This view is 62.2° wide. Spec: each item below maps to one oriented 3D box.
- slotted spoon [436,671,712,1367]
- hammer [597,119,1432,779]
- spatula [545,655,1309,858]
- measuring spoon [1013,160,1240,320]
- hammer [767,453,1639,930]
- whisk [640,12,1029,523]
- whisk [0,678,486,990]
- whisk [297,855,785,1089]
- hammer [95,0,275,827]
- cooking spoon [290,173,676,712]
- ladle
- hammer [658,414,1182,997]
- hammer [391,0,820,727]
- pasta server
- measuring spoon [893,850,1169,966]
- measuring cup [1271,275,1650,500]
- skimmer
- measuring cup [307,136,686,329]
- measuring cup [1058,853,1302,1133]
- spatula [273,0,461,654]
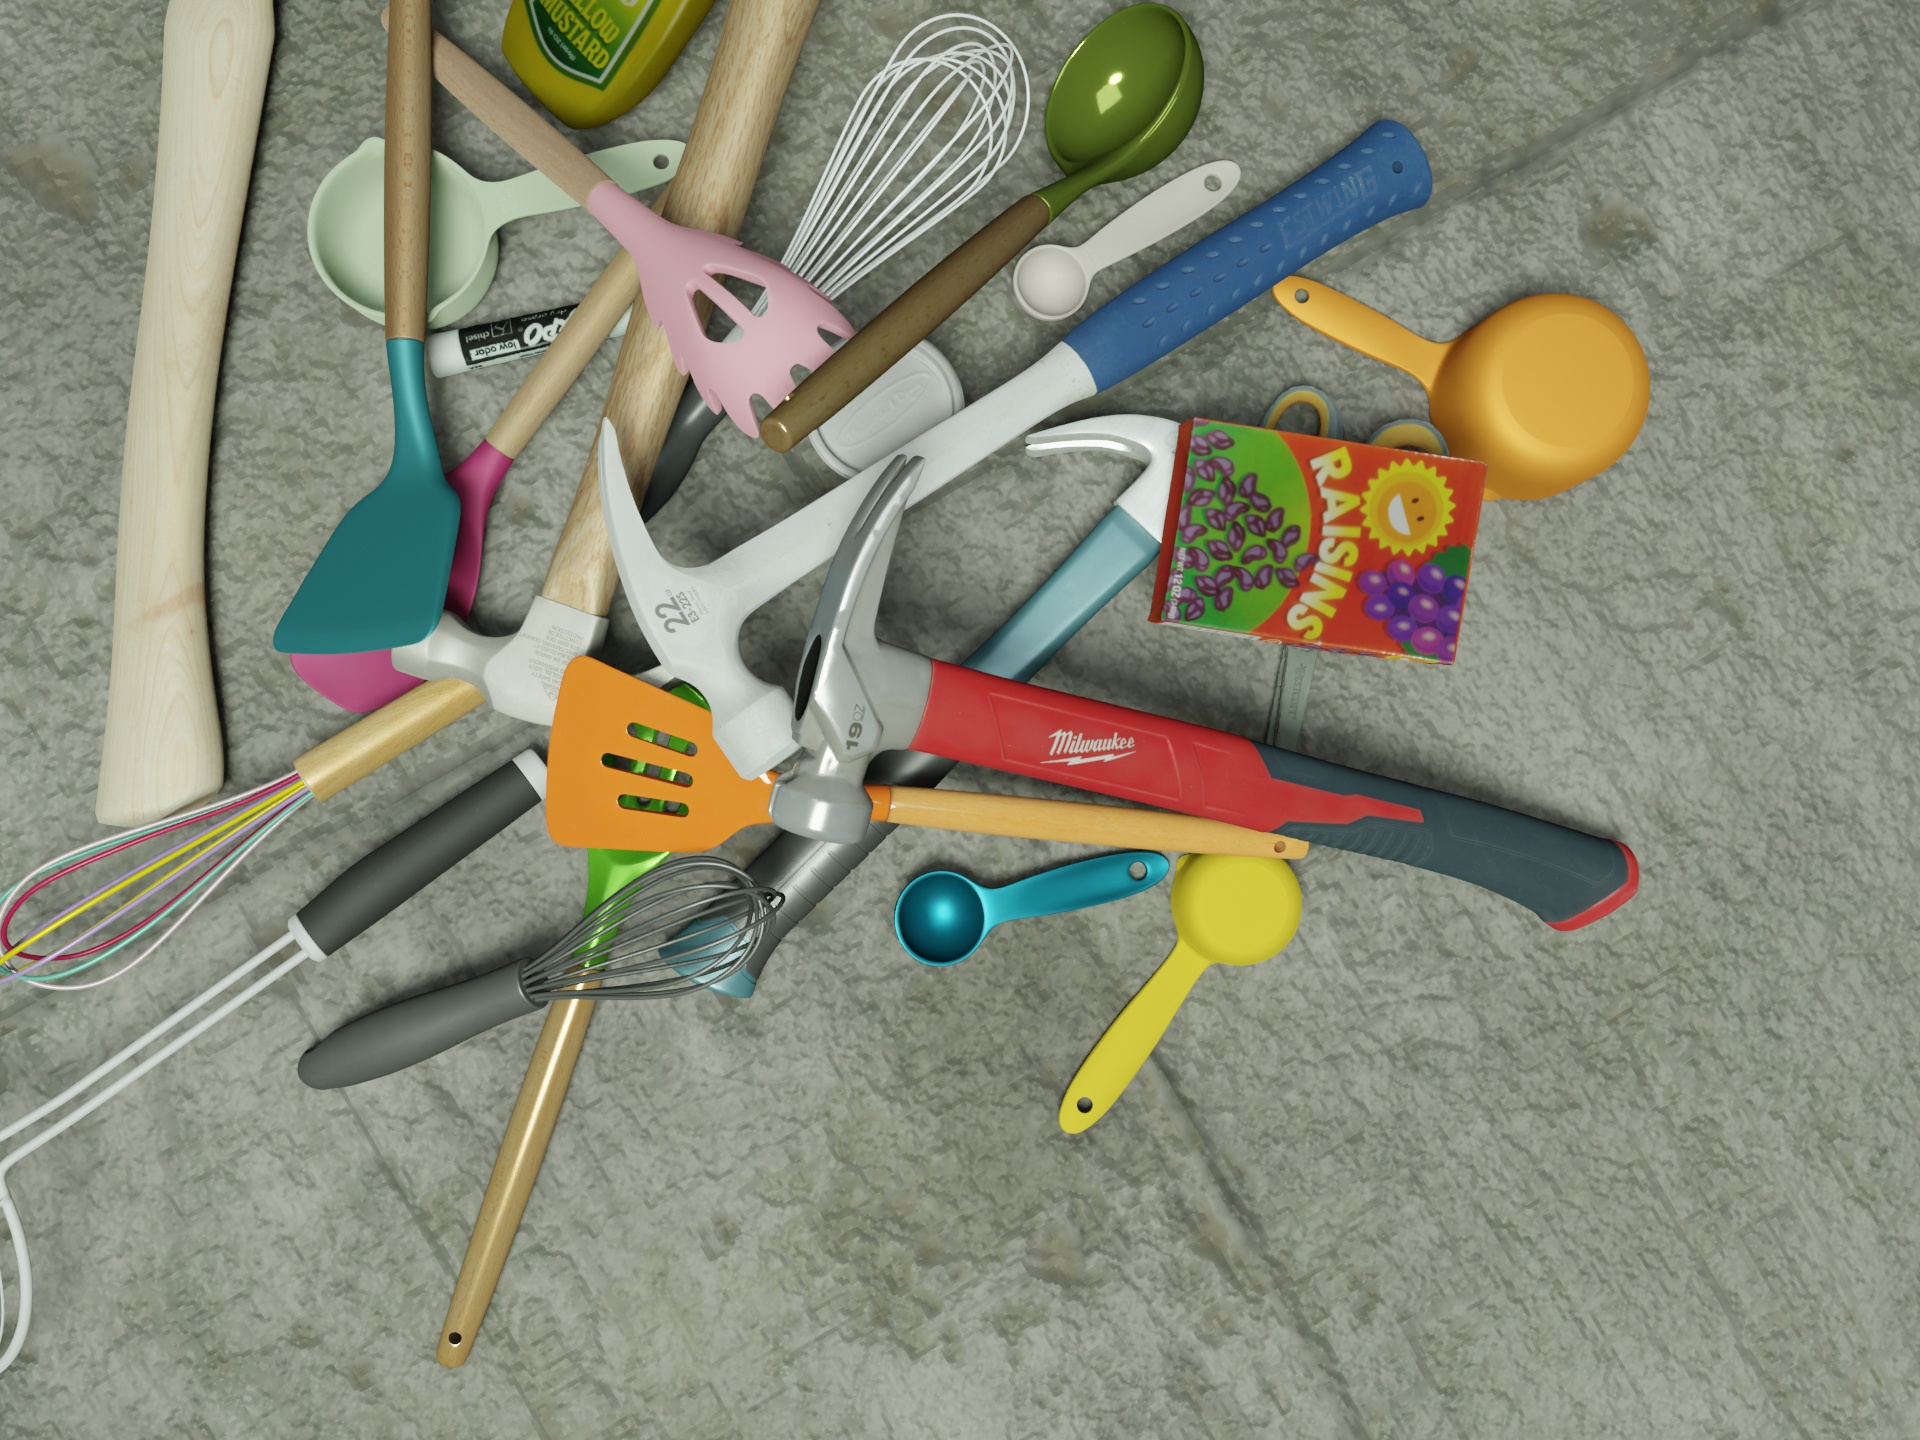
[{"bbox_3d":[-0.173,0.130,0.693,0.070,0.031,0.314,19,89,1],"label":"slotted spoon"},{"bbox_3d":[0.037,-0.146,0.660,0.405,0.035,0.144,-35,94,-17],"label":"hammer"},{"bbox_3d":[-0.008,0.034,0.665,0.322,0.041,0.081,7,103,-13],"label":"spatula"},{"bbox_3d":[0.076,-0.219,0.725,0.124,0.018,0.034,-34,90,-10],"label":"measuring spoon"},{"bbox_3d":[0.123,0.012,0.642,0.386,0.038,0.143,14,96,-21],"label":"hammer"},{"bbox_3d":[-0.070,-0.187,0.696,0.070,0.070,0.284,40,92,-1],"label":"whisk"},{"bbox_3d":[-0.295,0.037,0.670,0.245,0.047,0.051,-34,61,-16],"label":"whisk"},{"bbox_3d":[-0.179,0.111,0.658,0.239,0.055,0.055,-22,90,15],"label":"whisk"},{"bbox_3d":[-0.347,-0.160,0.687,0.146,0.038,0.411,5,88,-1],"label":"hammer"},{"bbox_3d":[-0.184,-0.138,0.689,0.068,0.017,0.319,37,94,-5],"label":"cooking spoon"},{"bbox_3d":[0.011,-0.198,0.616,0.320,0.078,0.062,-51,121,-40],"label":"ladle"},{"bbox_3d":[-0.001,-0.002,0.697,0.128,0.033,0.331,45,88,6],"label":"hammer"},{"bbox_3d":[-0.122,-0.155,0.658,0.130,0.031,0.331,20,93,2],"label":"hammer"},{"bbox_3d":[-0.152,-0.215,0.636,0.060,0.040,0.316,-45,60,-1],"label":"pasta server"},{"bbox_3d":[0.031,0.078,0.713,0.128,0.021,0.042,-12,91,-12],"label":"measuring spoon"},{"bbox_3d":[0.223,-0.163,0.708,0.173,0.052,0.095,25,87,-4],"label":"measuring cup"},{"bbox_3d":[-0.324,0.135,0.683,0.363,0.090,0.127,-37,79,-14],"label":"skimmer"},{"bbox_3d":[-0.197,-0.221,0.697,0.167,0.038,0.083,-17,89,-5],"label":"measuring cup"},{"bbox_3d":[0.094,0.120,0.703,0.062,0.029,0.156,37,85,-1],"label":"measuring cup"},{"bbox_3d":[-0.233,-0.183,0.652,0.082,0.044,0.317,-2,86,23],"label":"spatula"}]
